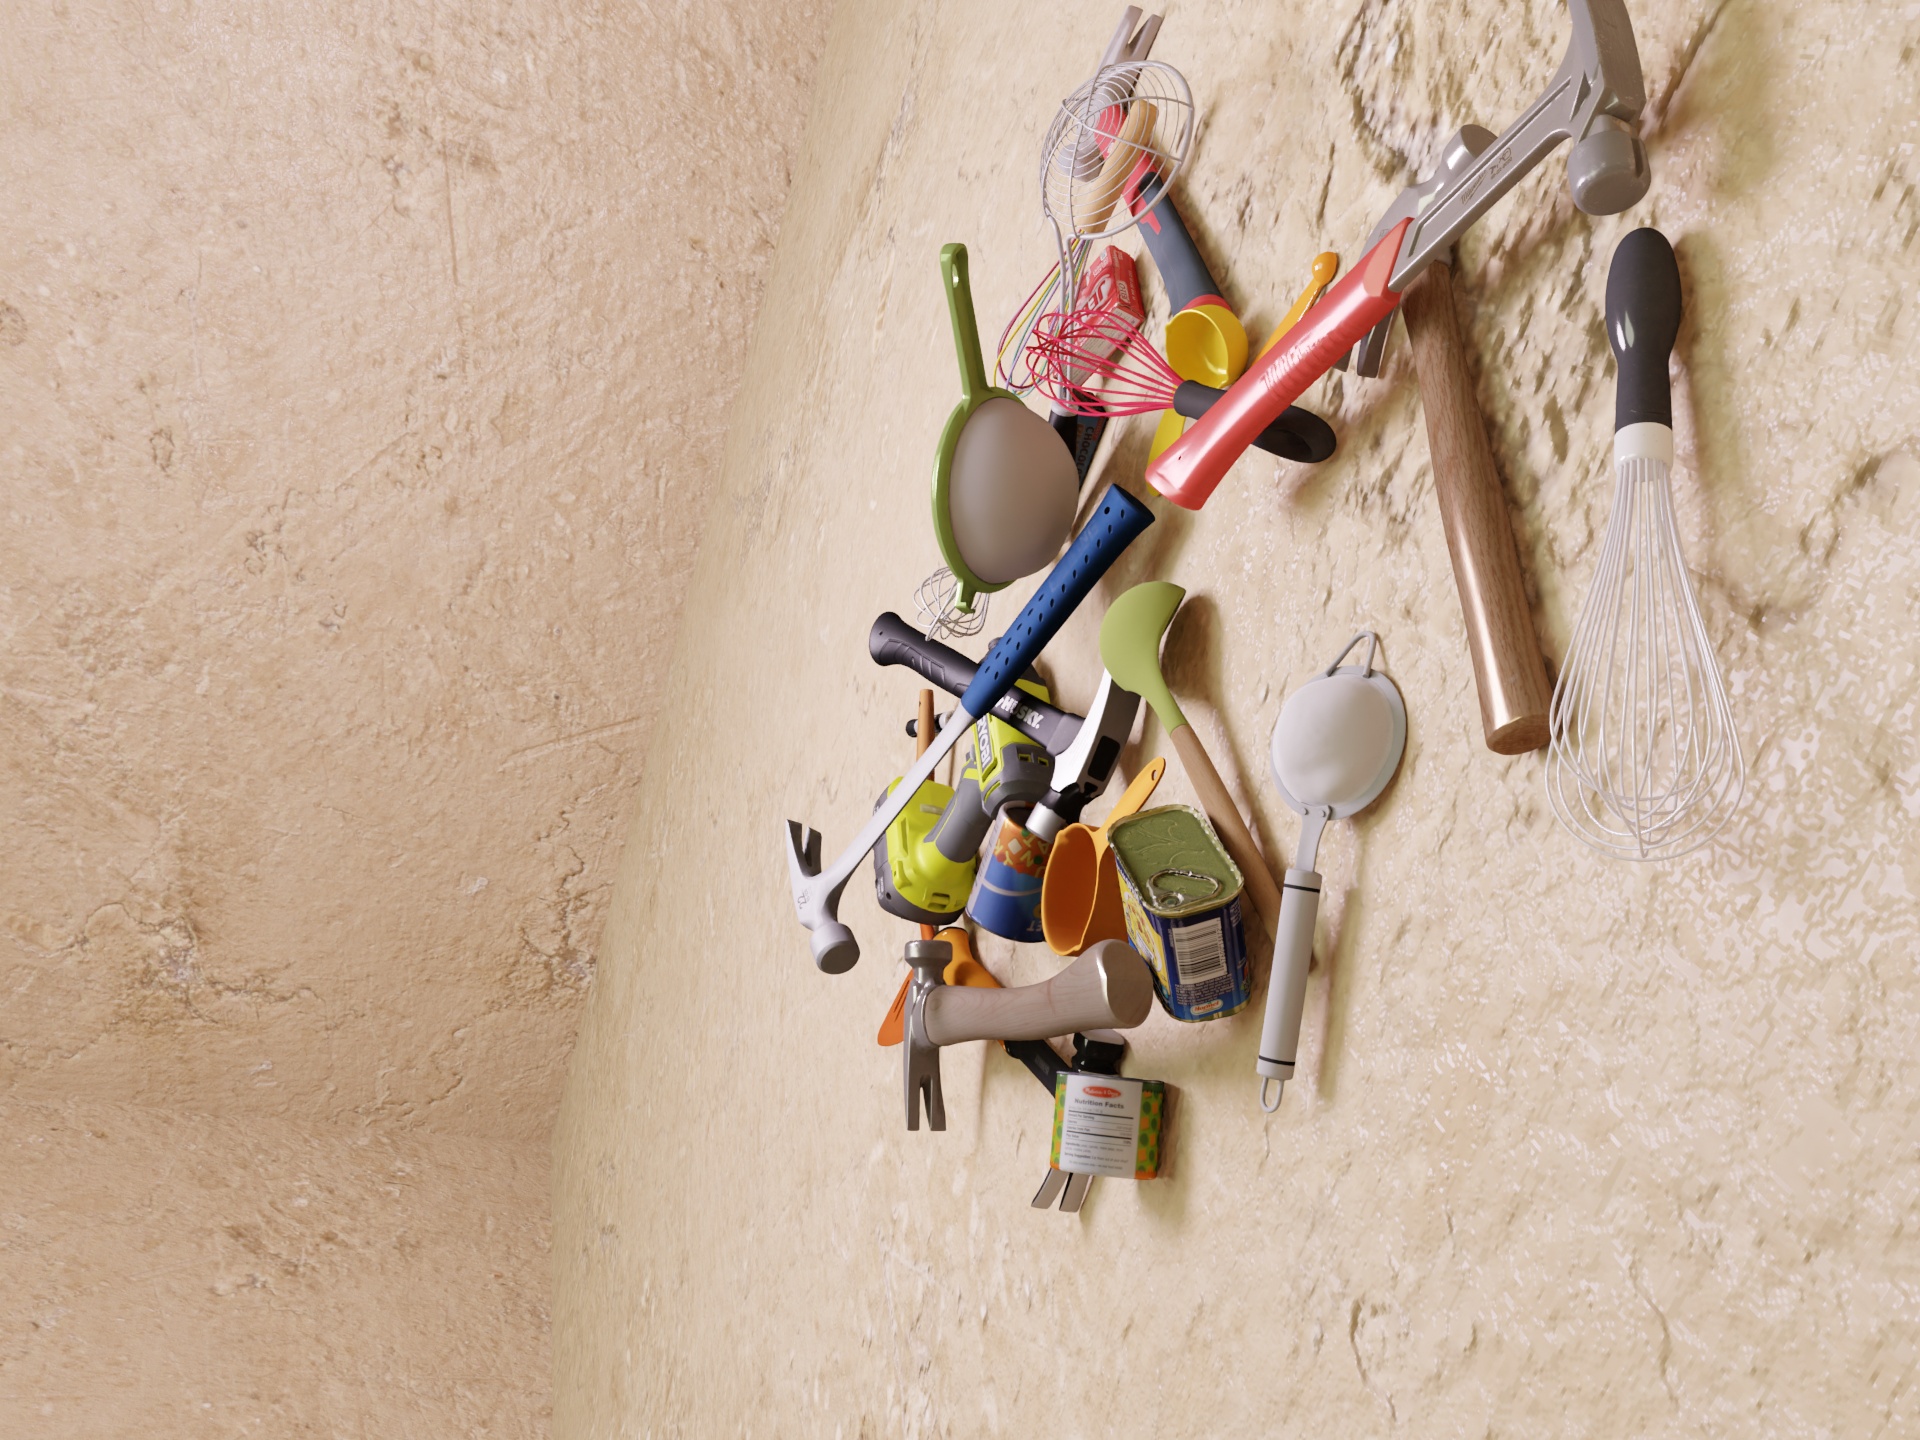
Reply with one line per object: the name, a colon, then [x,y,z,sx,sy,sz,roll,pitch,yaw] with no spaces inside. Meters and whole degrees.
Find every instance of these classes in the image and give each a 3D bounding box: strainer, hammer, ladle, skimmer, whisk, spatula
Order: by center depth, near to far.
whisk: [0.276,-0.080,0.639,0.070,0.070,0.285,144,139,-63]
hammer: [0.244,-0.133,0.784,0.130,0.031,0.332,129,146,-53]
strainer: [0.180,0.075,0.828,0.087,0.050,0.258,4,84,53]
hammer: [0.205,-0.224,0.831,0.359,0.036,0.149,138,139,-54]
ladle: [0.153,0.027,0.962,0.321,0.062,0.078,-110,36,-45]
whisk: [0.133,-0.212,1.022,0.296,0.073,0.073,35,114,50]
hammer: [0.031,0.206,1.065,0.410,0.038,0.146,145,127,-68]
strainer: [0.037,-0.211,1.127,0.151,0.069,0.256,-44,-48,-44]
hammer: [-0.002,-0.004,1.160,0.405,0.035,0.144,-52,37,18]
skimmer: [0.104,-0.293,1.174,0.127,0.090,0.363,47,149,40]
hammer: [0.033,0.233,1.186,0.337,0.034,0.127,-146,69,-70]
hammer: [0.148,-0.407,1.201,0.387,0.038,0.143,-101,30,-48]
hammer: [0.019,-0.029,1.211,0.335,0.035,0.146,32,95,55]
whisk: [0.086,-0.354,1.216,0.245,0.047,0.051,-63,24,25]
whisk: [0.021,-0.126,1.263,0.059,0.058,0.246,-59,-2,34]
spatula: [-0.042,0.128,1.423,0.081,0.041,0.323,148,125,-66]

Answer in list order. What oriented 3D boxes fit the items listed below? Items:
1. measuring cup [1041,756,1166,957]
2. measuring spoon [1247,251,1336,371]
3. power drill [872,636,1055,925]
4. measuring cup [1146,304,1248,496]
measuring cup: [0.110,0.086,1.021,0.095,0.052,0.173,-98,29,-44]
measuring spoon: [0.201,-0.246,0.998,0.116,0.011,0.021,122,152,-46]
power drill: [0.006,0.052,1.304,0.223,0.080,0.171,125,149,-42]
measuring cup: [0.157,-0.215,1.087,0.062,0.029,0.156,48,148,25]
